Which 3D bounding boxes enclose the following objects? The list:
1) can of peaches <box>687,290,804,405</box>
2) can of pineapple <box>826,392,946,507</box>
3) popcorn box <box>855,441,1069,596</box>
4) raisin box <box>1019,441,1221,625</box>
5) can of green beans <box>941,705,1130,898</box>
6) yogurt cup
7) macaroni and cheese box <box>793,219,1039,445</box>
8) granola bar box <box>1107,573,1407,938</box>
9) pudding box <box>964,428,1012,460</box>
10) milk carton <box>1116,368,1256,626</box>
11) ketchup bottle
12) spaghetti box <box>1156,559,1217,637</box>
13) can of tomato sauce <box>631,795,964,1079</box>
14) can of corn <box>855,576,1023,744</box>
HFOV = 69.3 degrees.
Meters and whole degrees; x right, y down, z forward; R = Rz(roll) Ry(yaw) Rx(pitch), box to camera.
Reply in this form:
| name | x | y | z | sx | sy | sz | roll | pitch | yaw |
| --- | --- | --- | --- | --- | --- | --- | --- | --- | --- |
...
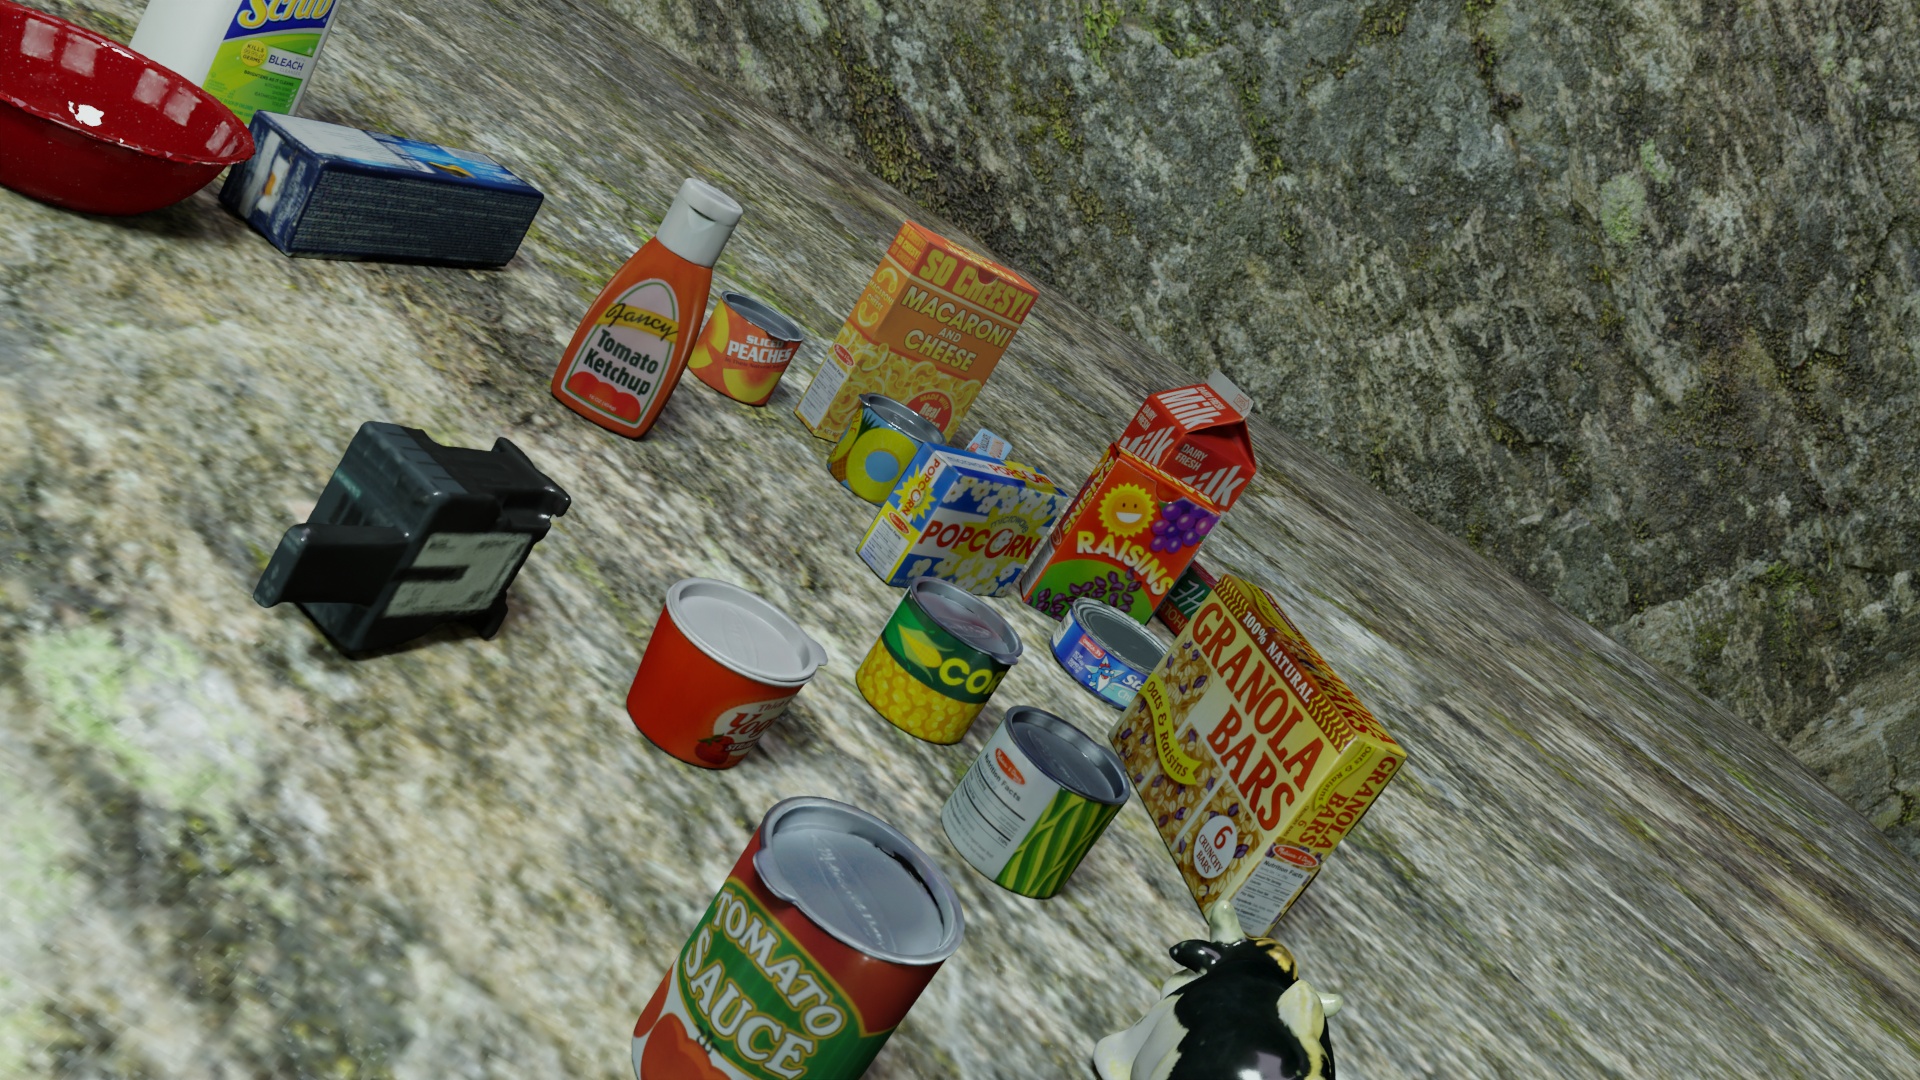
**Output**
| name | x | y | z | sx | sy | sz | roll | pitch | yaw |
| --- | --- | --- | --- | --- | --- | --- | --- | --- | --- |
| can of peaches | -0.154 | -0.137 | 0.997 | 0.071 | 0.058 | 0.071 | 30 | 17 | -10 |
| can of pineapple | -0.054 | -0.063 | 0.972 | 0.071 | 0.057 | 0.071 | 30 | 17 | -10 |
| popcorn box | 0.003 | -0.011 | 0.882 | 0.038 | 0.085 | 0.127 | 43 | 20 | 31 |
| raisin box | 0.108 | 0.006 | 0.957 | 0.086 | 0.123 | 0.040 | 29 | 17 | -12 |
| can of green beans | 0.033 | 0.117 | 0.625 | 0.071 | 0.057 | 0.071 | 30 | 17 | -10 |
| yogurt cup | -0.100 | 0.056 | 0.567 | 0.072 | 0.053 | 0.072 | 30 | 17 | -10 |
| macaroni and cheese box | -0.031 | -0.141 | 1.042 | 0.124 | 0.166 | 0.040 | 15 | 24 | -45 |
| granola bar box | 0.151 | 0.110 | 0.741 | 0.039 | 0.124 | 0.166 | 25 | 18 | -24 |
| pudding box | 0.011 | -0.054 | 1.077 | 0.030 | 0.049 | 0.084 | 33 | 17 | 0 |
| milk carton | 0.149 | -0.036 | 1.030 | 0.073 | 0.190 | 0.072 | 25 | 18 | -26 |
| ketchup bottle | -0.176 | -0.135 | 0.799 | 0.065 | 0.148 | 0.044 | 29 | 17 | -12 |
| spaghetti box | 0.167 | 0.031 | 1.116 | 0.028 | 0.050 | 0.251 | 19 | 21 | -38 |
| can of tomato sauce | -0.049 | 0.128 | 0.405 | 0.071 | 0.083 | 0.071 | 30 | 17 | -10 |
| can of corn | -0.010 | 0.062 | 0.701 | 0.071 | 0.058 | 0.071 | 30 | 17 | -10 |
